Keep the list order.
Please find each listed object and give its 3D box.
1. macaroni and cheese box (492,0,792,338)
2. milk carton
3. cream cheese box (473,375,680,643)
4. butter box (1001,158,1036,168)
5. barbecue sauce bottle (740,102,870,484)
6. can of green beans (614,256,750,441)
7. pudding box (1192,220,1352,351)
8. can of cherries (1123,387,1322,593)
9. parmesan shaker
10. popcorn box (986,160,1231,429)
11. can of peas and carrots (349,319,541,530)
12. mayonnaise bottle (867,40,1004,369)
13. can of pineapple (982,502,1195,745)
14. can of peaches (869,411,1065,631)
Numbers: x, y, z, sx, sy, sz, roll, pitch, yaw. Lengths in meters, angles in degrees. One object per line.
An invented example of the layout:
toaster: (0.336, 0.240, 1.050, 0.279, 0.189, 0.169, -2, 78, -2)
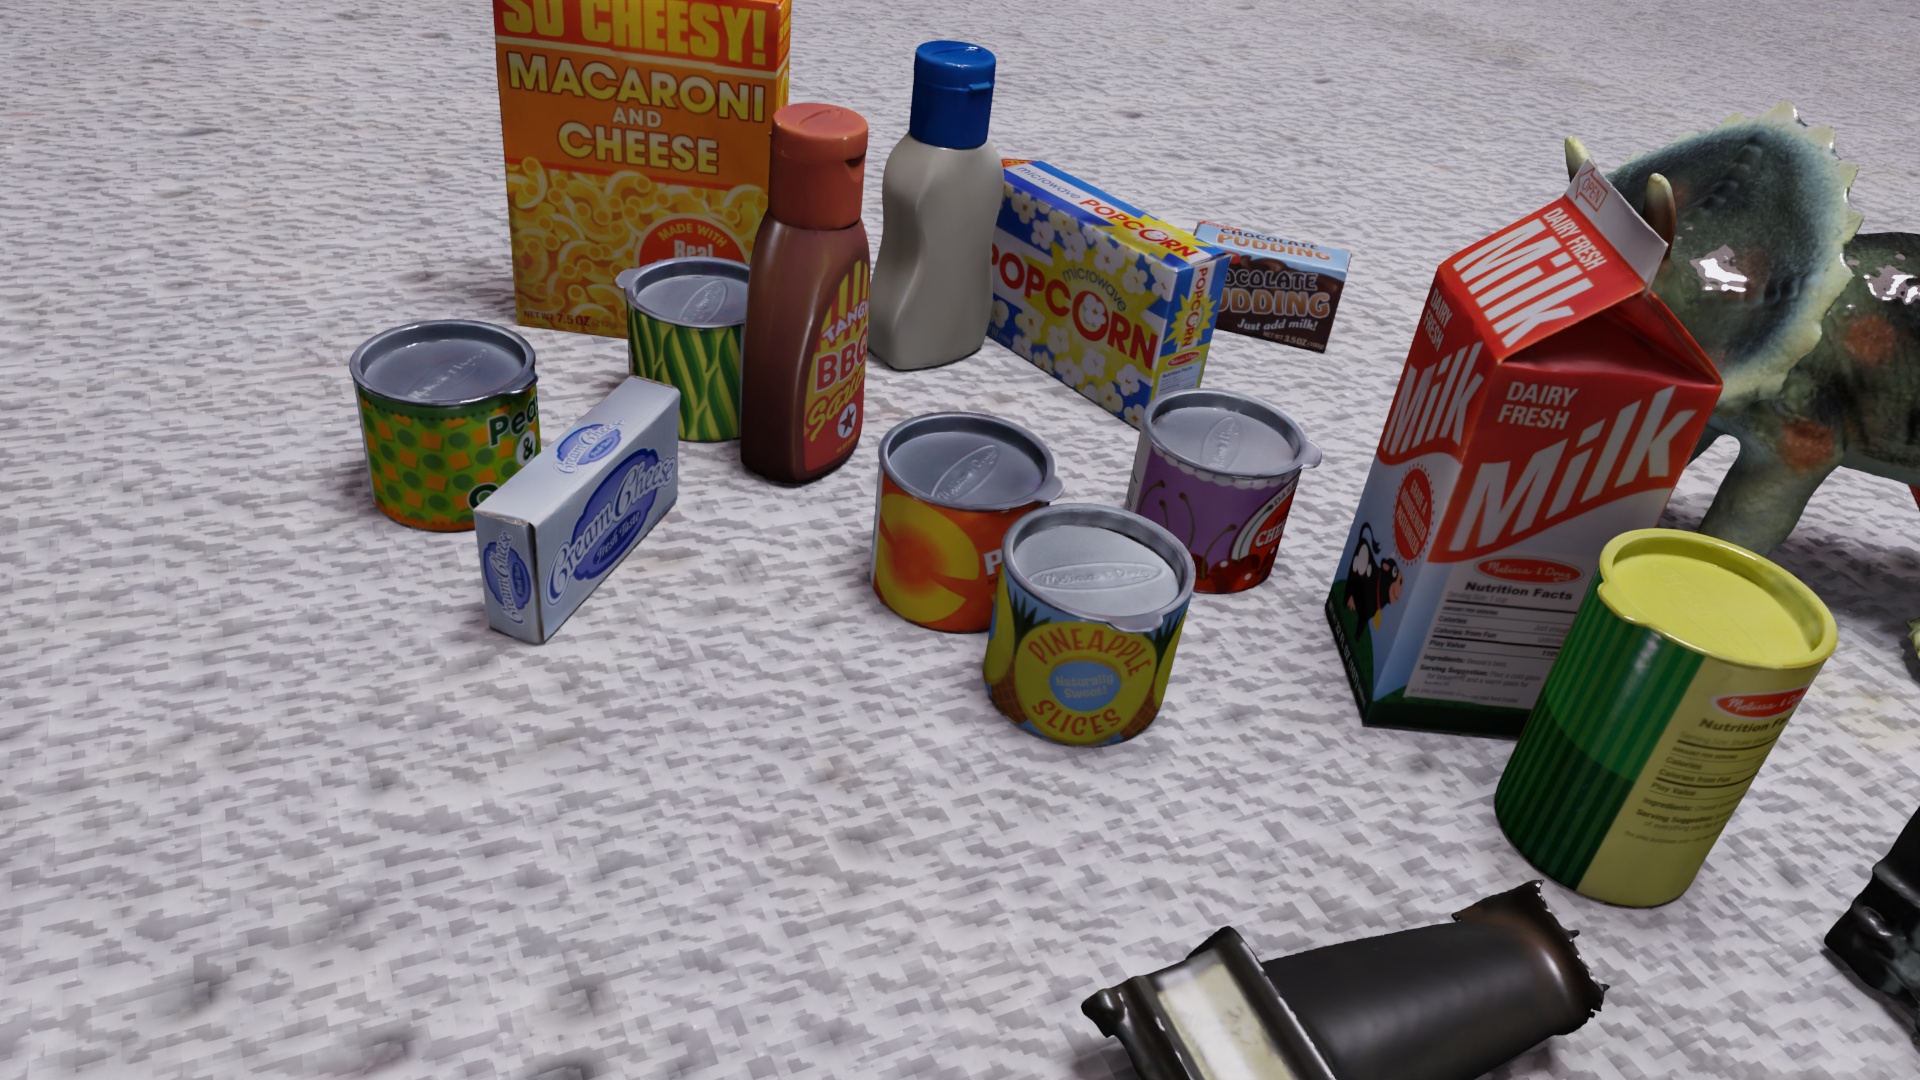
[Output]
macaroni and cheese box: (-0.143, -0.173, 0.634, 0.124, 0.165, 0.040, 7, 35, -2)
milk carton: (0.190, -0.027, 0.474, 0.073, 0.189, 0.073, 6, 35, -3)
cream cheese box: (-0.137, -0.014, 0.510, 0.024, 0.053, 0.104, 16, 36, 11)
butter box: (0.044, -0.165, 0.756, 0.024, 0.052, 0.104, -5, 37, -18)
barbecue sauce bottle: (-0.061, -0.099, 0.562, 0.044, 0.147, 0.065, 20, 37, 17)
can of green beans: (-0.113, -0.084, 0.610, 0.071, 0.057, 0.071, 5, 35, -4)
pudding box: (0.161, -0.136, 0.742, 0.084, 0.049, 0.030, 15, 36, 10)
can of cherries: (0.103, -0.020, 0.560, 0.071, 0.058, 0.072, 5, 35, -4)
parmesan shaker: (0.214, 0.057, 0.438, 0.071, 0.102, 0.072, 5, 35, -4)
popcorn box: (0.063, -0.120, 0.670, 0.038, 0.084, 0.127, -23, 45, -36)
can of peas and carrots: (-0.195, -0.045, 0.538, 0.071, 0.058, 0.071, 5, 35, -4)
mayonnaise bottle: (-0.010, -0.155, 0.650, 0.065, 0.147, 0.041, -21, 44, -34)
can of pineapple: (0.043, 0.030, 0.481, 0.071, 0.057, 0.071, 5, 35, -4)
can of peaches: (0.002, -0.007, 0.523, 0.071, 0.057, 0.071, 5, 35, -4)
